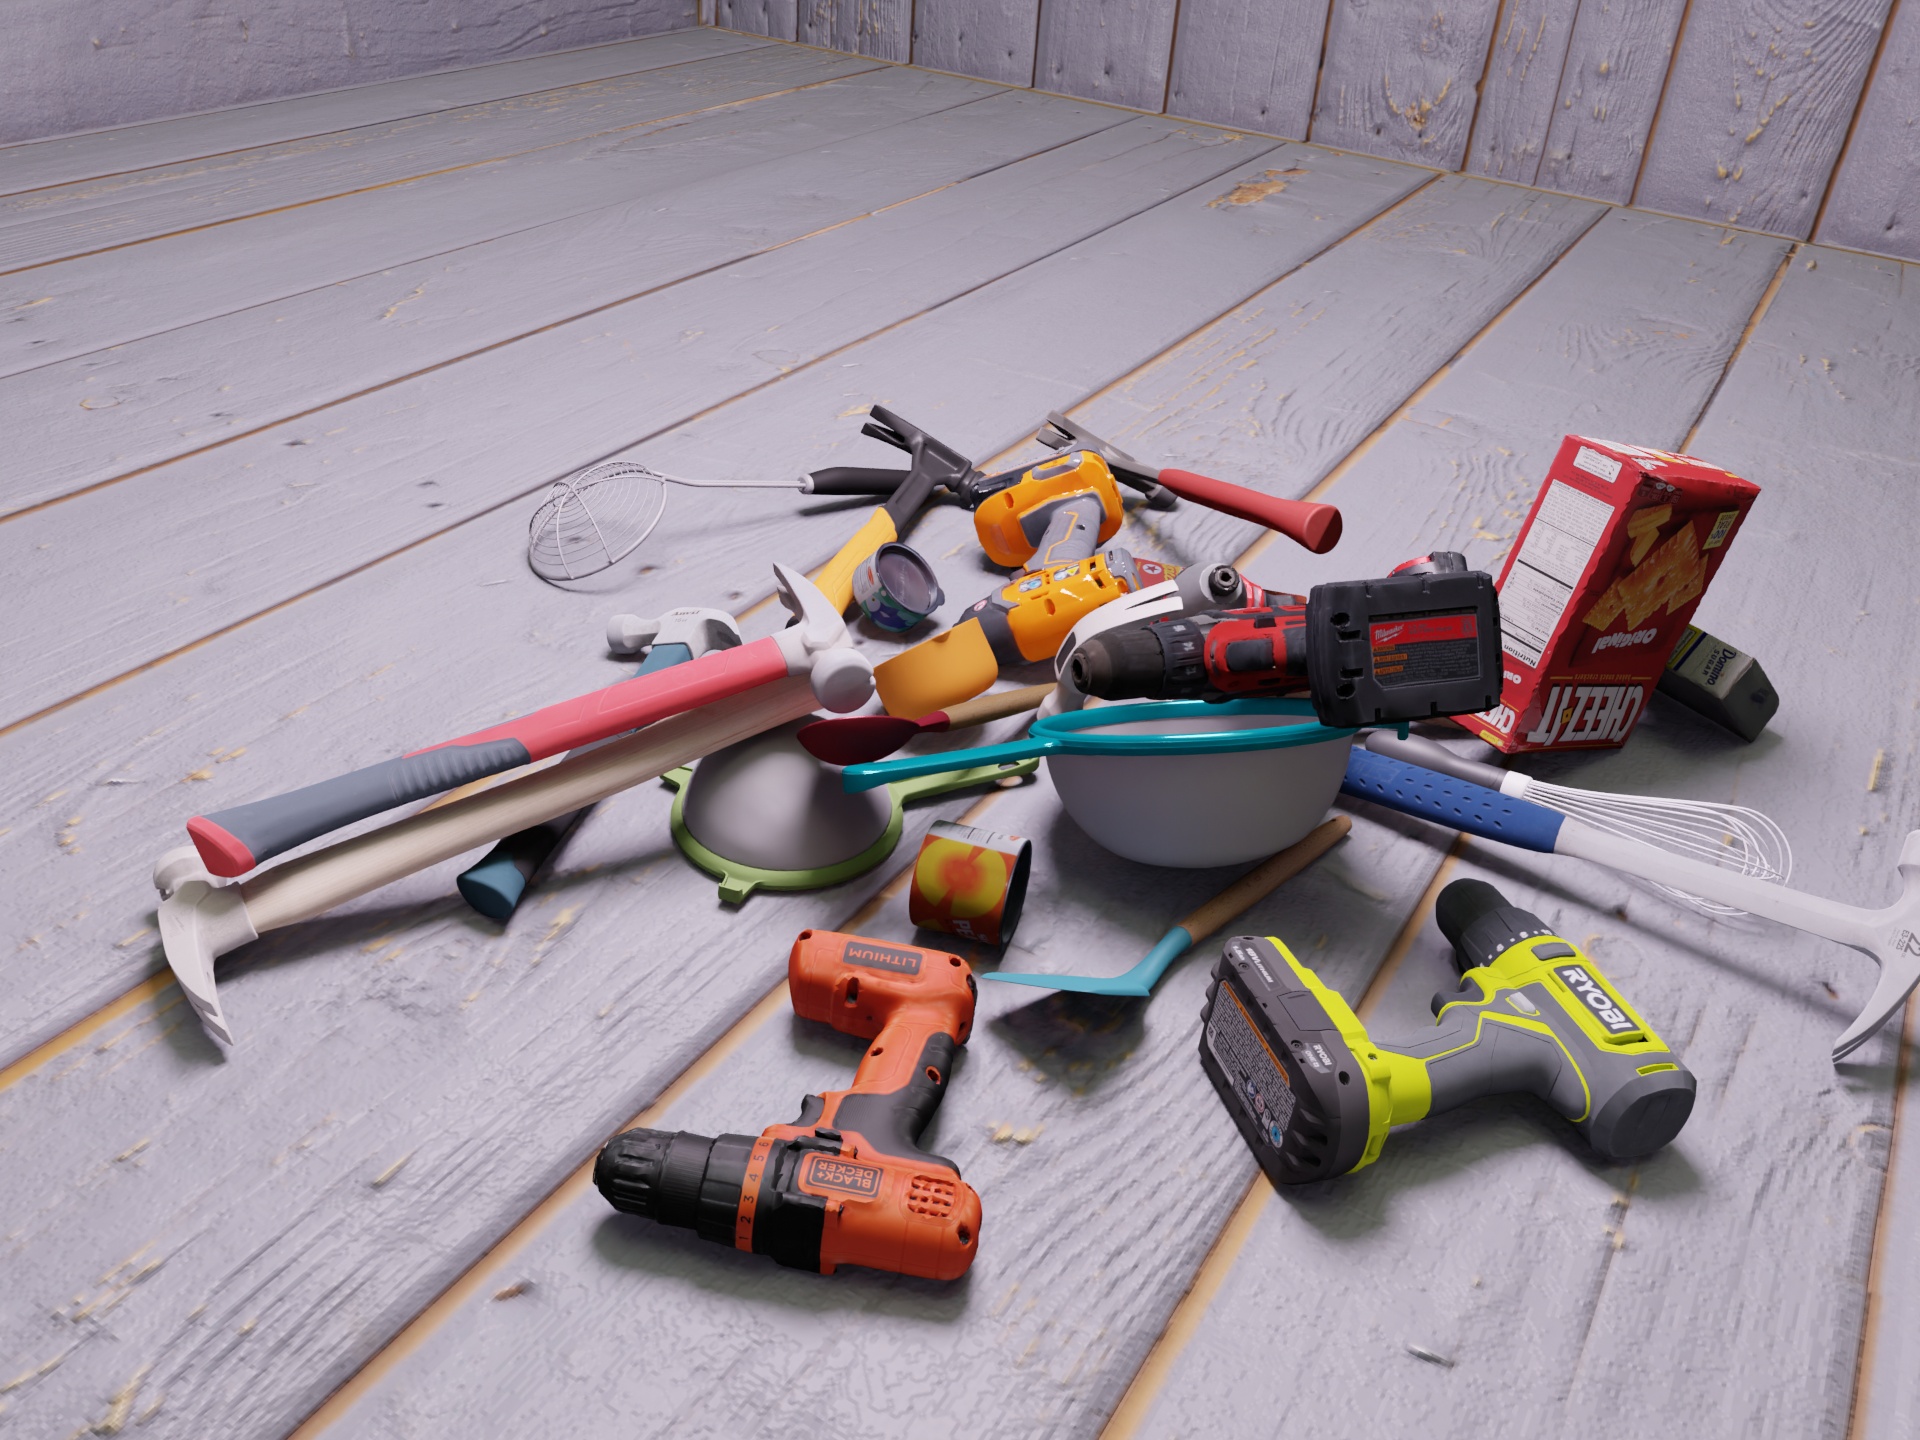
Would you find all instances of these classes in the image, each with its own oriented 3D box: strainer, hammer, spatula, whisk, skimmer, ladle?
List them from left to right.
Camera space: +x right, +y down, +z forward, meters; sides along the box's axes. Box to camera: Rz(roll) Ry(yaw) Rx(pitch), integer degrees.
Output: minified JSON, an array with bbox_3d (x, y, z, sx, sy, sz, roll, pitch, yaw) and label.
[{"bbox_3d":[-0.252,0.053,0.934,0.410,0.038,0.146,-23,39,-20],"label":"hammer"},{"bbox_3d":[-0.253,0.001,0.942,0.386,0.038,0.143,-19,38,-16],"label":"hammer"},{"bbox_3d":[-0.238,0.016,1.055,0.128,0.033,0.331,-3,32,19],"label":"hammer"},{"bbox_3d":[-0.192,-0.177,1.381,0.363,0.090,0.127,-7,30,-35],"label":"skimmer"},{"bbox_3d":[-0.062,0.029,1.038,0.256,0.069,0.152,-12,36,-21],"label":"strainer"},{"bbox_3d":[-0.077,-0.158,1.333,0.127,0.034,0.337,32,38,-3],"label":"hammer"},{"bbox_3d":[-0.002,-0.003,1.055,0.069,0.031,0.315,-14,0,31],"label":"ladle"},{"bbox_3d":[0.092,0.049,0.979,0.340,0.095,0.211,-8,7,-22],"label":"strainer"},{"bbox_3d":[0.193,-0.193,1.311,0.149,0.036,0.359,24,7,-26],"label":"hammer"},{"bbox_3d":[0.148,0.110,0.962,0.082,0.044,0.317,-2,18,47],"label":"spatula"},{"bbox_3d":[0.228,-0.028,1.136,0.331,0.130,0.031,6,43,-17],"label":"hammer"},{"bbox_3d":[0.406,0.056,1.071,0.285,0.070,0.070,21,36,32],"label":"whisk"},{"bbox_3d":[0.388,0.081,1.007,0.406,0.035,0.144,19,76,33],"label":"hammer"}]

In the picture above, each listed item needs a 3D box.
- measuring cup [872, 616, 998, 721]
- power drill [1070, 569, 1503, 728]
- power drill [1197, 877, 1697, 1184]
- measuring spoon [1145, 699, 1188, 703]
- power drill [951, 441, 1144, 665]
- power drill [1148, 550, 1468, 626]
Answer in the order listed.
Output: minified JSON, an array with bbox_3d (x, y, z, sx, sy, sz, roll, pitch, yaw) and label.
[{"bbox_3d":[-0.051,-0.013,1.111,0.173,0.052,0.095,-29,3,-21],"label":"measuring cup"},{"bbox_3d":[0.189,-0.039,0.956,0.188,0.080,0.227,-6,3,-22],"label":"power drill"},{"bbox_3d":[0.252,0.161,0.869,0.228,0.080,0.191,-4,34,-18],"label":"power drill"},{"bbox_3d":[0.138,-0.010,1.171,0.034,0.018,0.124,25,39,28],"label":"measuring spoon"},{"bbox_3d":[0.059,-0.125,1.269,0.164,0.084,0.227,-18,33,13],"label":"power drill"},{"bbox_3d":[0.259,-0.079,1.186,0.219,0.143,0.079,2,74,-4],"label":"power drill"}]
